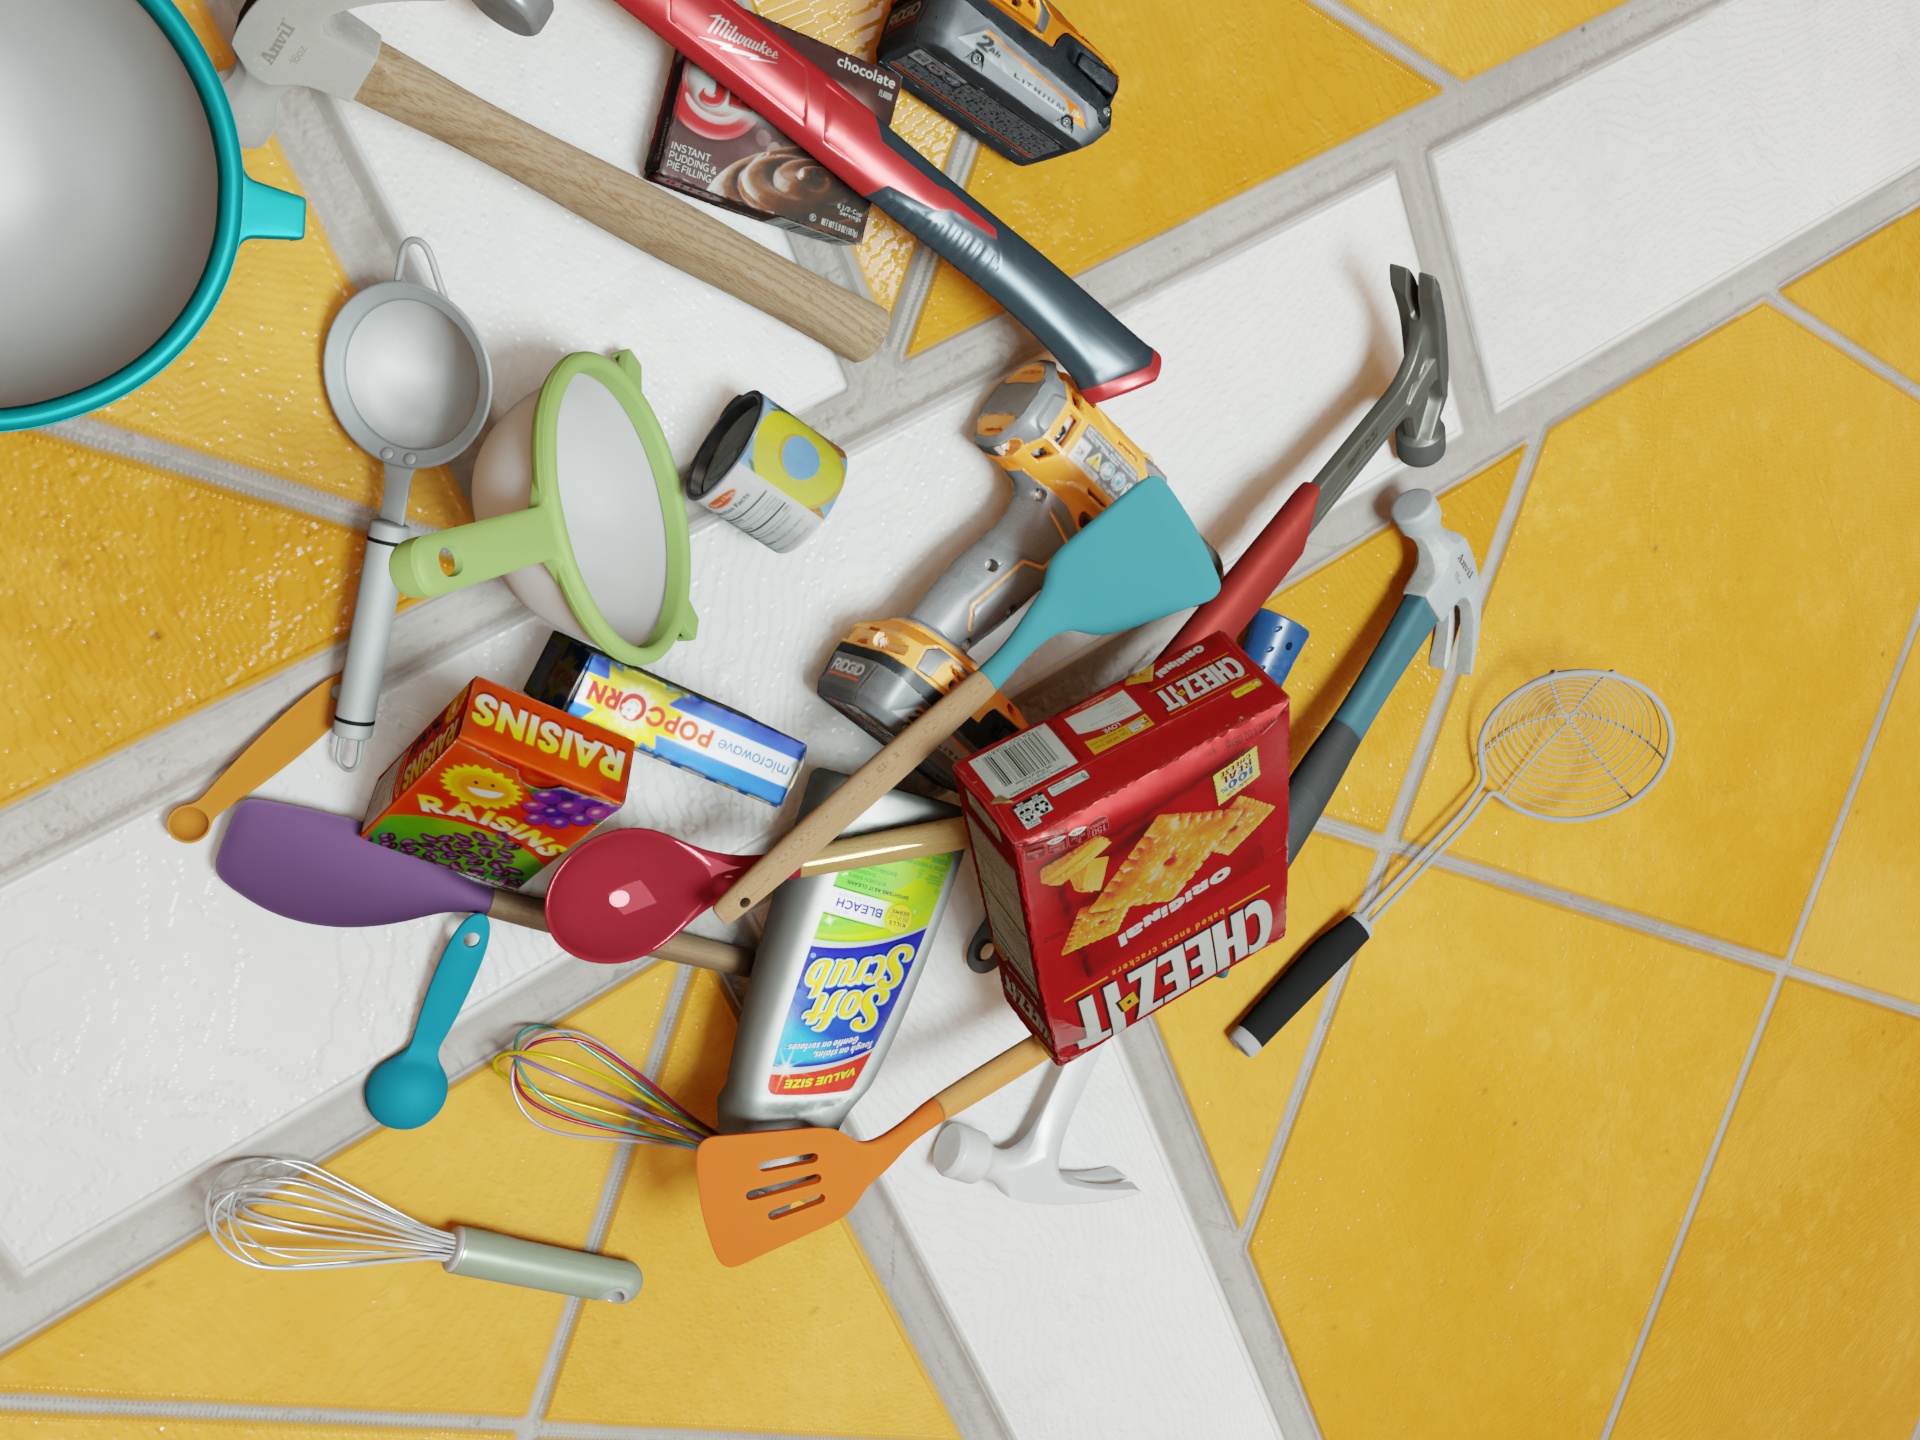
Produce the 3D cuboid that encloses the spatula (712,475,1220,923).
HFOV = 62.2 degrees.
[{"bbox_3d":[-0.001,-0.003,0.821,0.317,0.044,0.082,-42,121,-12],"label":"spatula"}]

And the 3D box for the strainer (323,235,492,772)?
[{"bbox_3d":[-0.273,-0.098,0.762,0.087,0.050,0.258,16,100,8],"label":"strainer"}]

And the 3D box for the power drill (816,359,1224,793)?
[{"bbox_3d":[0.046,-0.063,0.913,0.185,0.084,0.226,38,79,-30],"label":"power drill"}]

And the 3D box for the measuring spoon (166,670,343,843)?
[{"bbox_3d":[-0.338,0.015,0.777,0.117,0.011,0.021,-45,121,-15],"label":"measuring spoon"}]

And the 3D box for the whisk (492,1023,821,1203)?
[{"bbox_3d":[-0.159,0.232,0.903,0.244,0.051,0.047,35,106,-33],"label":"whisk"}]

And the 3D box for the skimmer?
[{"bbox_3d":[0.331,0.105,1.082,0.363,0.090,0.127,-43,112,-11],"label":"skimmer"}]

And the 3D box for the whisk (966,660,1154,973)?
[{"bbox_3d":[0.078,0.057,0.975,0.055,0.055,0.239,38,88,-28],"label":"whisk"}]

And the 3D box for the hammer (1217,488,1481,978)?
[{"bbox_3d":[0.240,0.017,1.024,0.128,0.033,0.331,45,74,-38],"label":"hammer"}]

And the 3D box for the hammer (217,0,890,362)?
[{"bbox_3d":[-0.170,-0.253,0.756,0.331,0.130,0.031,20,54,-36],"label":"hammer"}]

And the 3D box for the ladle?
[{"bbox_3d":[-0.061,0.070,0.840,0.315,0.031,0.069,-9,104,-20],"label":"ladle"}]

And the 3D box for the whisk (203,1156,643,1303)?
[{"bbox_3d":[-0.278,0.280,0.850,0.246,0.059,0.057,25,126,-33],"label":"whisk"}]

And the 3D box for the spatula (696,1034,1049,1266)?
[{"bbox_3d":[-0.002,0.208,0.908,0.322,0.041,0.081,-23,115,-36],"label":"spatula"}]

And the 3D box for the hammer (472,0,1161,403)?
[{"bbox_3d":[-0.038,-0.294,0.791,0.386,0.038,0.143,32,83,-26],"label":"hammer"}]

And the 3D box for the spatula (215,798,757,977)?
[{"bbox_3d":[-0.227,0.104,0.845,0.315,0.018,0.060,18,100,-29],"label":"spatula"}]

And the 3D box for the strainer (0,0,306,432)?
[{"bbox_3d":[-0.440,-0.269,0.612,0.211,0.095,0.340,-43,115,-15],"label":"strainer"}]

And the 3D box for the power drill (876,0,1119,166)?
[{"bbox_3d":[0.065,-0.416,0.839,0.164,0.084,0.226,24,87,-29],"label":"power drill"}]

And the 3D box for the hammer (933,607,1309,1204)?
[{"bbox_3d":[0.126,0.122,1.018,0.144,0.035,0.405,25,90,-29],"label":"hammer"}]

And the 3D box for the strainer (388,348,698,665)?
[{"bbox_3d":[-0.202,-0.084,0.719,0.069,0.256,0.151,-8,103,15],"label":"strainer"}]

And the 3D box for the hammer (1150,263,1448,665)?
[{"bbox_3d":[0.181,-0.101,0.936,0.359,0.037,0.149,-49,144,-17],"label":"hammer"}]

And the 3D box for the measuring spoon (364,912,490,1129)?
[{"bbox_3d":[-0.271,0.160,0.825,0.042,0.021,0.128,19,101,-29],"label":"measuring spoon"}]
